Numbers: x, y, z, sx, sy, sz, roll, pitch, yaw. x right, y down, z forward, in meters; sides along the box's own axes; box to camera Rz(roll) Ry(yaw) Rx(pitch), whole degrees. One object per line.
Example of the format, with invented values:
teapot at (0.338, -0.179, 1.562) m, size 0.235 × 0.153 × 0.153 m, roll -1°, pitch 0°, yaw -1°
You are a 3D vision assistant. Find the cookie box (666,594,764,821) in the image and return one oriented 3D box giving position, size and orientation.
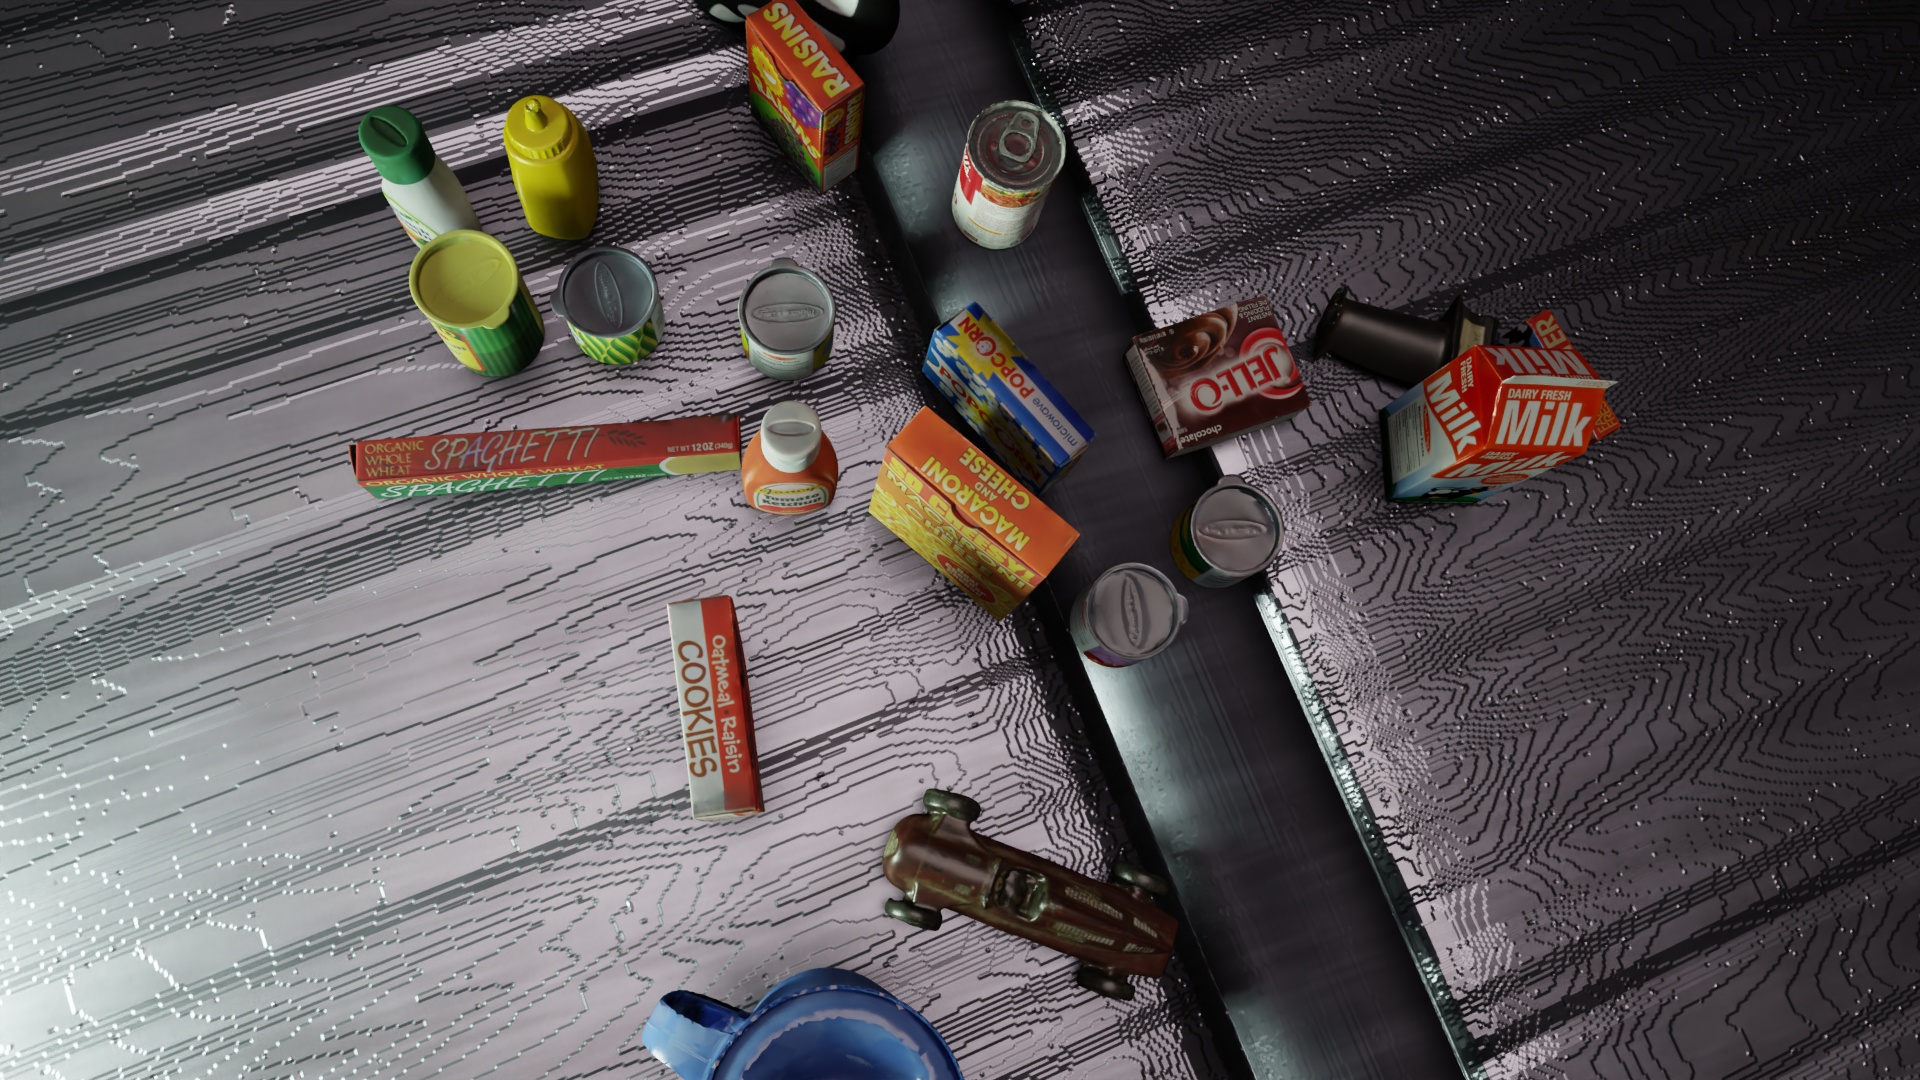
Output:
cookie box at (-0.147, 0.108, 0.851) m, size 0.040 × 0.167 × 0.123 m, roll -8°, pitch 79°, yaw -9°

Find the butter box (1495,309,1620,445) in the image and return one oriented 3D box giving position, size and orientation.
butter box at (0.443, -0.116, 1.035) m, size 0.024 × 0.053 × 0.103 m, roll -27°, pitch 82°, yaw -12°

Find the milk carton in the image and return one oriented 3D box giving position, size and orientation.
milk carton at (0.360, -0.081, 0.945) m, size 0.072 × 0.190 × 0.073 m, roll 1°, pitch 78°, yaw -7°

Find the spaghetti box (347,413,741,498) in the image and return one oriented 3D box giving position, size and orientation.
spaghetti box at (-0.272, -0.056, 0.931) m, size 0.250 × 0.050 × 0.029 m, roll -5°, pitch 79°, yaw -8°

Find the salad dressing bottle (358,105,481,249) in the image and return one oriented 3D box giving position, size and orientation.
salad dressing bottle at (-0.354, -0.233, 0.909) m, size 0.064 × 0.147 × 0.044 m, roll 39°, pitch 76°, yaw 2°

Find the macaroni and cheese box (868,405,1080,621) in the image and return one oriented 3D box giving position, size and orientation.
macaroni and cheese box at (0.003, -0.011, 0.897) m, size 0.124 × 0.166 × 0.040 m, roll 40°, pitch 76°, yaw 2°

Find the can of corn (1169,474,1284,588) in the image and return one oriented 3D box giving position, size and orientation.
can of corn at (0.185, -0.005, 0.974) m, size 0.071 × 0.058 × 0.071 m, roll 2°, pitch 78°, yaw -7°

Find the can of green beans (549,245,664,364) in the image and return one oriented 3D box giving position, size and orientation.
can of green beans at (-0.239, -0.160, 0.954) m, size 0.071 × 0.057 × 0.071 m, roll 2°, pitch 78°, yaw -7°

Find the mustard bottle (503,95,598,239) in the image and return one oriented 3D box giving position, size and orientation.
mustard bottle at (-0.272, -0.254, 0.918) m, size 0.049 × 0.160 × 0.065 m, roll 4°, pitch 78°, yaw -6°

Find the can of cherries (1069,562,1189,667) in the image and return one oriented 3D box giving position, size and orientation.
can of cherries at (0.115, 0.053, 0.952) m, size 0.071 × 0.058 × 0.071 m, roll 2°, pitch 78°, yaw -7°

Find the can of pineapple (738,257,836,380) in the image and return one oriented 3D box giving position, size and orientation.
can of pineapple at (-0.120, -0.152, 0.968) m, size 0.071 × 0.057 × 0.071 m, roll 2°, pitch 78°, yaw -7°

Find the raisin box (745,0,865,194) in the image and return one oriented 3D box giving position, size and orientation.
raisin box at (-0.110, -0.309, 0.970) m, size 0.040 × 0.123 × 0.086 m, roll -37°, pitch 85°, yaw -13°

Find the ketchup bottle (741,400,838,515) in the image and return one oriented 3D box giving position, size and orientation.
ketchup bottle at (-0.110, -0.053, 0.900) m, size 0.065 × 0.148 × 0.043 m, roll -2°, pitch 79°, yaw -8°

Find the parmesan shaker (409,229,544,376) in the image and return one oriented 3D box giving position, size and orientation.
parmesan shaker at (-0.316, -0.152, 0.919) m, size 0.071 × 0.103 × 0.071 m, roll 2°, pitch 78°, yaw -7°

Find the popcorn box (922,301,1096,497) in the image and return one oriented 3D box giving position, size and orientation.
popcorn box at (0.032, -0.095, 0.961) m, size 0.038 × 0.085 × 0.127 m, roll -41°, pitch 85°, yaw -13°
